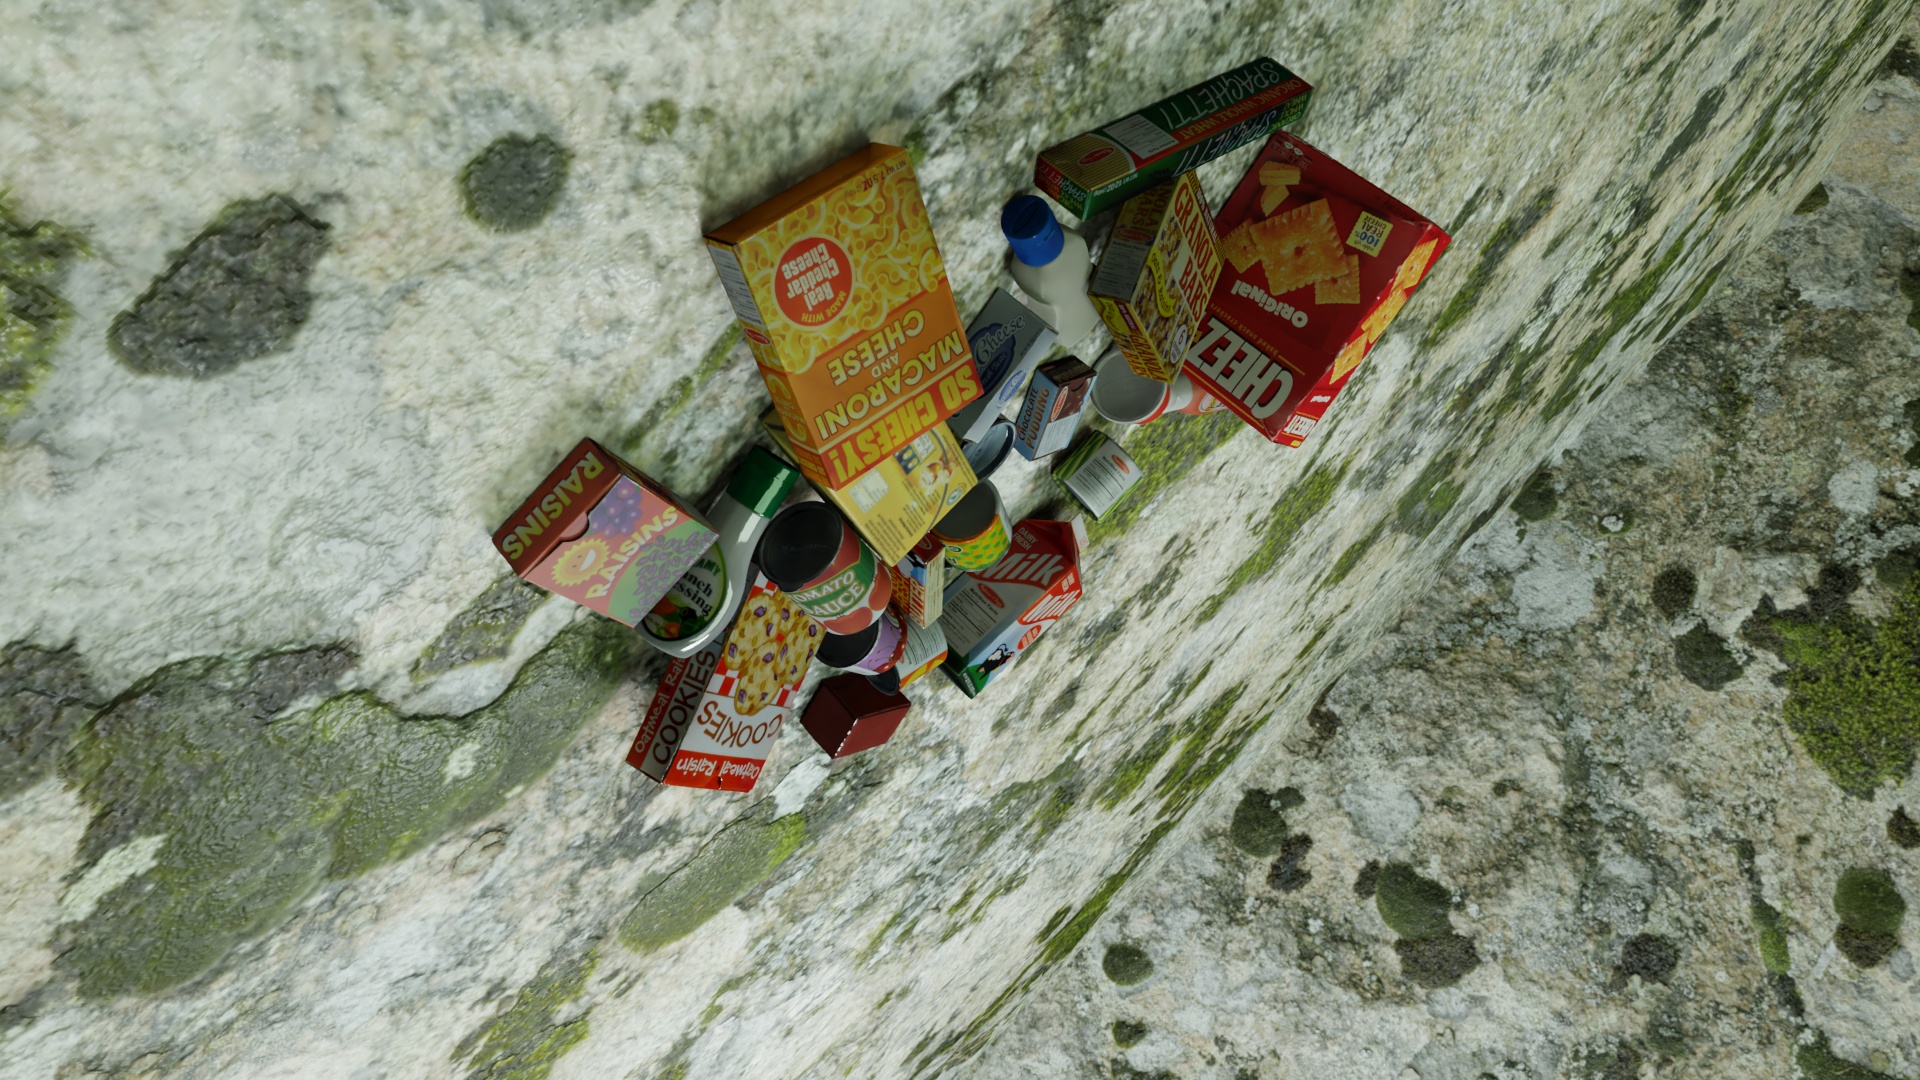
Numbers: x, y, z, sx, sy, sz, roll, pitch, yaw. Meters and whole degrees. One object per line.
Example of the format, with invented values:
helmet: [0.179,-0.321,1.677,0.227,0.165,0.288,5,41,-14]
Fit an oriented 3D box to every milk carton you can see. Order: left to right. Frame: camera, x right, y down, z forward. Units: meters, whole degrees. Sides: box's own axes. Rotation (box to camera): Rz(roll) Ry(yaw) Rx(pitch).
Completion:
milk carton: [0.049,0.051,1.303,0.191,0.073,0.072,-43,154,-10]

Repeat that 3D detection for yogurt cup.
yogurt cup: [0.151,-0.132,1.209,0.072,0.072,0.054,-51,162,9]

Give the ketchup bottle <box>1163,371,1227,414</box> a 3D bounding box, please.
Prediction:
ketchup bottle: [0.226,-0.148,1.325,0.149,0.043,0.064,-17,142,-46]

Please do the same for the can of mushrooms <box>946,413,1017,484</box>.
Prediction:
can of mushrooms: [0.009,-0.077,1.100,0.071,0.033,0.070,-36,153,-21]

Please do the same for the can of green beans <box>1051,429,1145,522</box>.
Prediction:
can of green beans: [0.125,-0.058,1.272,0.058,0.071,0.071,-44,155,-4]

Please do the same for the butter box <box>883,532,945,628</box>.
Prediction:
butter box: [-0.039,0.026,1.152,0.024,0.053,0.103,-37,154,-25]

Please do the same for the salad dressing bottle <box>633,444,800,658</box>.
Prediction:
salad dressing bottle: [-0.162,0.006,0.928,0.147,0.064,0.044,-57,173,2]

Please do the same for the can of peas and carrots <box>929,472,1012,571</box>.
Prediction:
can of peas and carrots: [0.004,-0.014,1.146,0.071,0.071,0.058,-42,154,-9]

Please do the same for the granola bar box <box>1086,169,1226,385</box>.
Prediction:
granola bar box: [0.156,-0.210,1.085,0.124,0.039,0.165,-67,156,-7]

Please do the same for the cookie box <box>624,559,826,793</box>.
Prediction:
cookie box: [-0.164,0.101,1.024,0.167,0.040,0.123,-65,154,-2]

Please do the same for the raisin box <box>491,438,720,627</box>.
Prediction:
raisin box: [-0.215,-0.001,0.854,0.086,0.040,0.123,-46,154,0]

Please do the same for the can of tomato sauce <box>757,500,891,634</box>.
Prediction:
can of tomato sauce: [-0.094,0.022,0.982,0.071,0.071,0.083,-45,143,-5]

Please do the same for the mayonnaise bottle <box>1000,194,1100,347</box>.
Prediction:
mayonnaise bottle: [0.067,-0.198,1.008,0.065,0.041,0.148,-53,154,-4]

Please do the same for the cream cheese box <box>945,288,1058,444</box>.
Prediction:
cream cheese box: [0.020,-0.128,1.020,0.103,0.053,0.024,-53,152,13]

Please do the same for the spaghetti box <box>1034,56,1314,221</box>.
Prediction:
spaghetti box: [0.159,-0.293,1.000,0.251,0.050,0.028,-31,152,-31]

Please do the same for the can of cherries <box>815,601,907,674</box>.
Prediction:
can of cherries: [-0.082,0.073,1.137,0.071,0.071,0.058,-50,155,6]

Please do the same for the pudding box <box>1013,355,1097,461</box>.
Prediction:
pudding box: [0.078,-0.110,1.163,0.050,0.030,0.083,-23,146,-39]

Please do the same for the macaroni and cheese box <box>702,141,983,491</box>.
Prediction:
macaroni and cheese box: [-0.064,-0.132,0.823,0.124,0.040,0.165,-35,127,-23]

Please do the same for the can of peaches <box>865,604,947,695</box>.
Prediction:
can of peaches: [-0.054,0.092,1.213,0.058,0.071,0.070,-31,151,-30]
